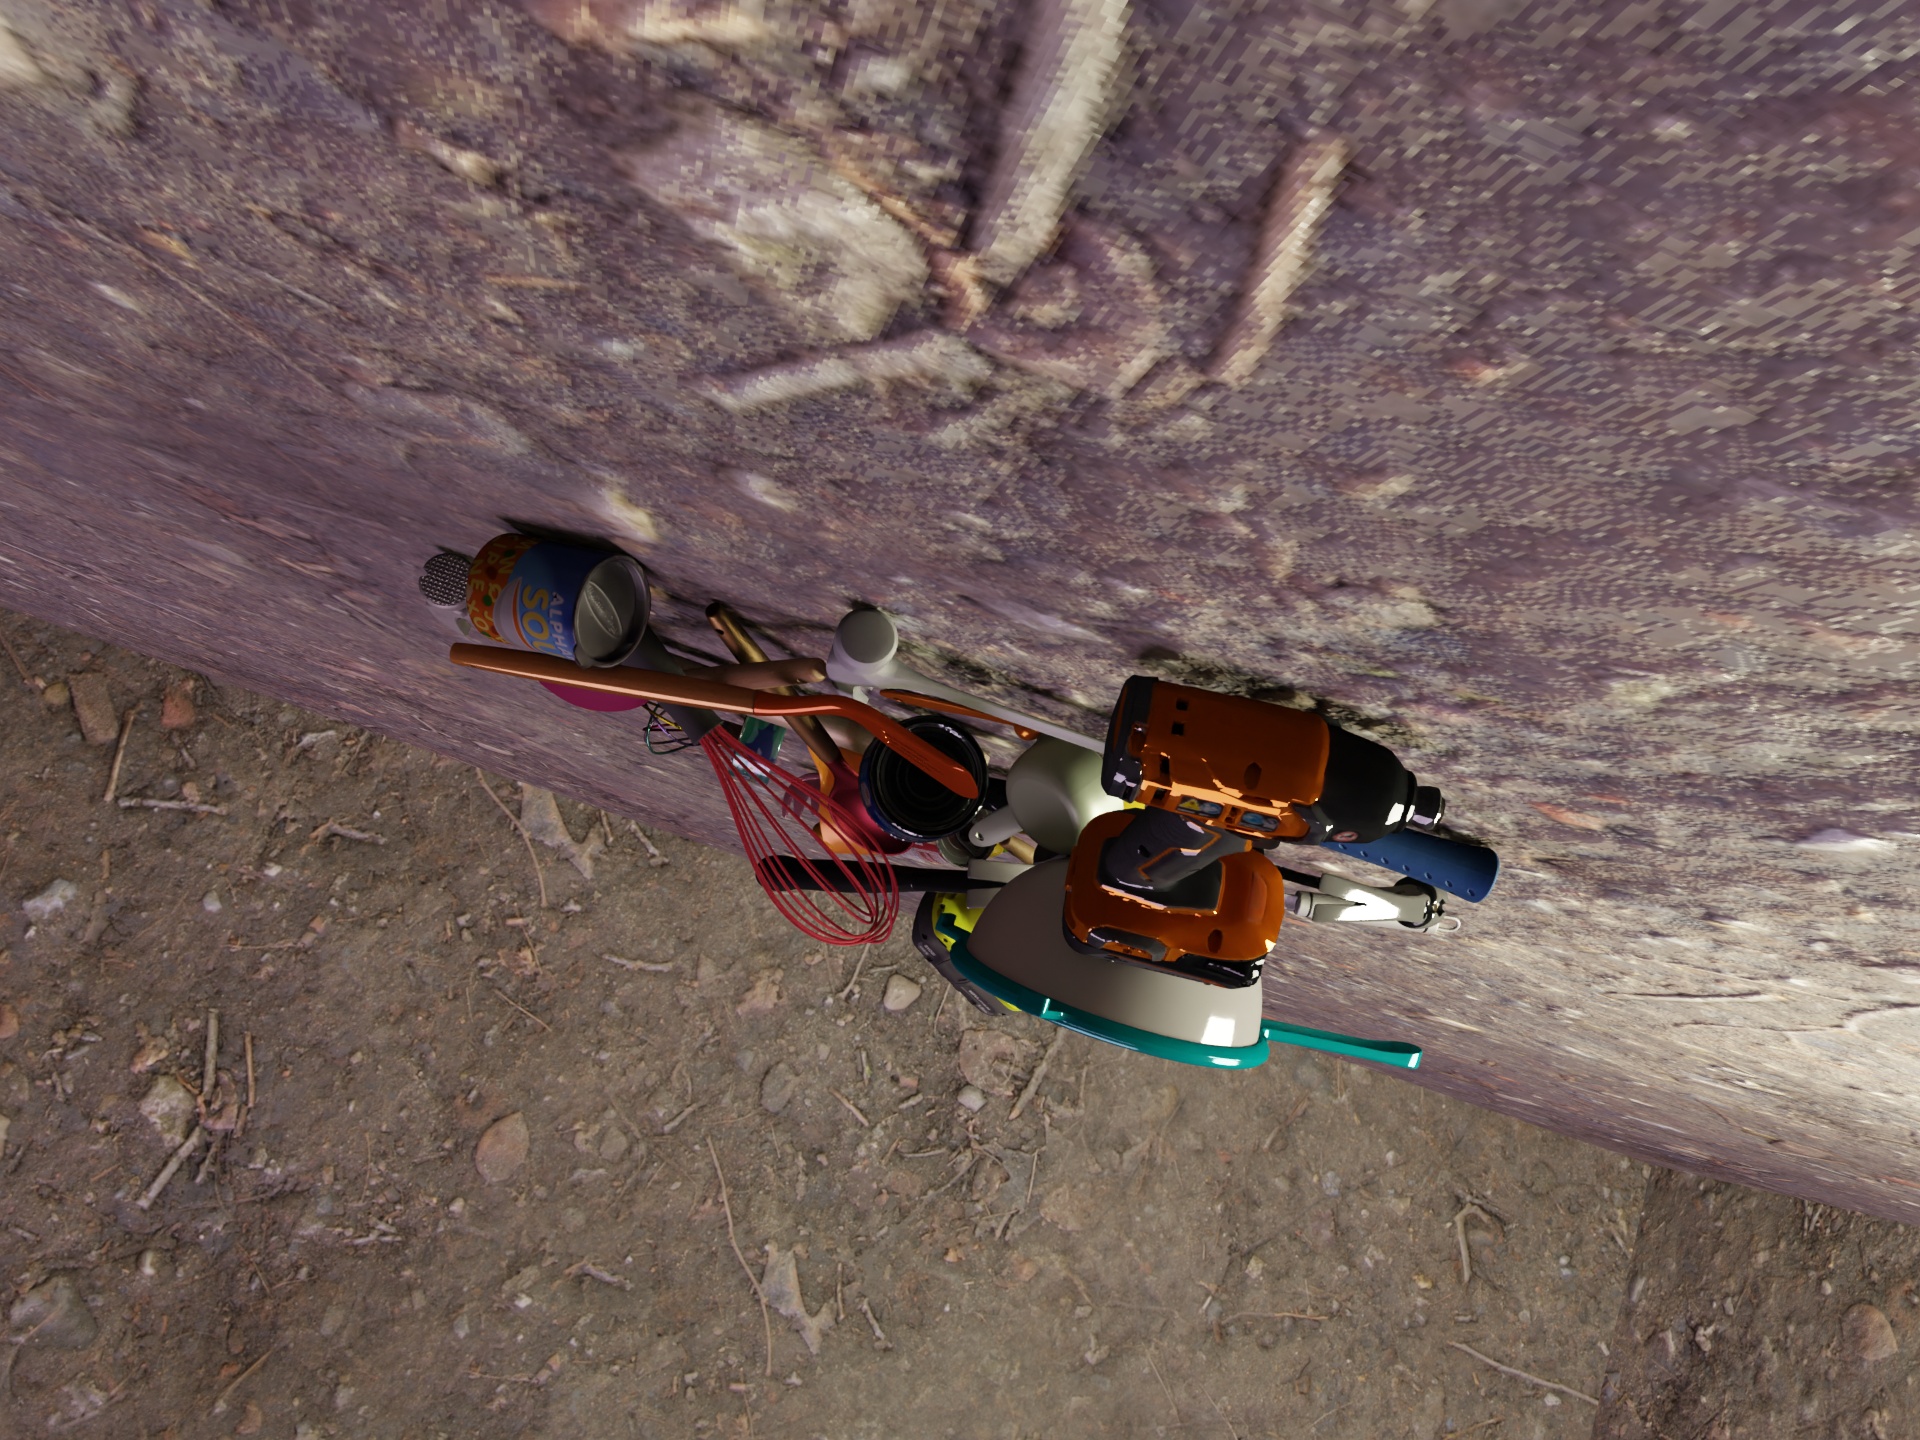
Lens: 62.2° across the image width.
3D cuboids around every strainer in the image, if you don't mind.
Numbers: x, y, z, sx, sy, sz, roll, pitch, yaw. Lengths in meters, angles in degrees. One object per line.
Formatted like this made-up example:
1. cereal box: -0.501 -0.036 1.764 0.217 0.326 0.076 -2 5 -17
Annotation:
1. strainer: 0.248 0.135 1.186 0.258 0.086 0.050 8 -156 -3
2. strainer: 0.164 0.155 1.032 0.340 0.095 0.211 15 -177 -18

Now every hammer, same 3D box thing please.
1. hammer: -0.178 -0.024 1.149 0.410 0.038 0.146 19 171 -7
2. hammer: -0.045 0.126 1.260 0.335 0.035 0.146 -2 173 42
3. hammer: 0.116 0.027 0.926 0.405 0.035 0.144 19 169 -5
4. hammer: 0.126 0.082 1.132 0.409 0.036 0.149 13 -177 36

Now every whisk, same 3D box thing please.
1. whisk: -0.201 0.011 1.291 0.047 0.051 0.245 2 174 13
2. whisk: -0.143 0.023 0.977 0.296 0.073 0.073 50 167 0

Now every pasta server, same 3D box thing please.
1. pasta server: -0.038 0.084 1.456 0.316 0.040 0.060 9 -160 33

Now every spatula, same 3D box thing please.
1. spatula: -0.145 -0.006 0.929 0.322 0.041 0.081 9 167 5

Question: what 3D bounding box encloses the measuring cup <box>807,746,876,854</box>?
1. measuring cup: -0.083 0.042 1.253 0.052 0.095 0.173 4 146 15

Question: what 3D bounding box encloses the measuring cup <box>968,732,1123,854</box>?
1. measuring cup: 0.040 0.065 1.049 0.083 0.038 0.167 55 143 -1

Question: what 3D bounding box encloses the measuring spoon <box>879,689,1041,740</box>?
1. measuring spoon: -0.002 -0.003 1.027 0.117 0.011 0.021 13 168 23

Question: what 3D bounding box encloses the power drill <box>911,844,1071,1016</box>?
1. power drill: 0.086 0.183 1.350 0.228 0.080 0.190 -23 116 45

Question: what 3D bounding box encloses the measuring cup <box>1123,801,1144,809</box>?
1. measuring cup: 0.144 0.054 1.064 0.156 0.029 0.062 7 177 -4

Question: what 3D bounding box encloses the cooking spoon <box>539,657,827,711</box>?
1. cooking spoon: -0.187 -0.024 1.037 0.068 0.017 0.319 33 157 -36

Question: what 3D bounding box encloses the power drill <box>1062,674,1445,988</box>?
1. power drill: 0.143 0.064 0.834 0.164 0.084 0.226 13 150 1

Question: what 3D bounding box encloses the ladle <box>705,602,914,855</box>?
1. ladle: -0.100 0.011 1.080 0.069 0.031 0.315 2 151 22

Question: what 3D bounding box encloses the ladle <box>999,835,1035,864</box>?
1. ladle: 0.121 0.149 1.483 0.078 0.062 0.319 12 165 36
